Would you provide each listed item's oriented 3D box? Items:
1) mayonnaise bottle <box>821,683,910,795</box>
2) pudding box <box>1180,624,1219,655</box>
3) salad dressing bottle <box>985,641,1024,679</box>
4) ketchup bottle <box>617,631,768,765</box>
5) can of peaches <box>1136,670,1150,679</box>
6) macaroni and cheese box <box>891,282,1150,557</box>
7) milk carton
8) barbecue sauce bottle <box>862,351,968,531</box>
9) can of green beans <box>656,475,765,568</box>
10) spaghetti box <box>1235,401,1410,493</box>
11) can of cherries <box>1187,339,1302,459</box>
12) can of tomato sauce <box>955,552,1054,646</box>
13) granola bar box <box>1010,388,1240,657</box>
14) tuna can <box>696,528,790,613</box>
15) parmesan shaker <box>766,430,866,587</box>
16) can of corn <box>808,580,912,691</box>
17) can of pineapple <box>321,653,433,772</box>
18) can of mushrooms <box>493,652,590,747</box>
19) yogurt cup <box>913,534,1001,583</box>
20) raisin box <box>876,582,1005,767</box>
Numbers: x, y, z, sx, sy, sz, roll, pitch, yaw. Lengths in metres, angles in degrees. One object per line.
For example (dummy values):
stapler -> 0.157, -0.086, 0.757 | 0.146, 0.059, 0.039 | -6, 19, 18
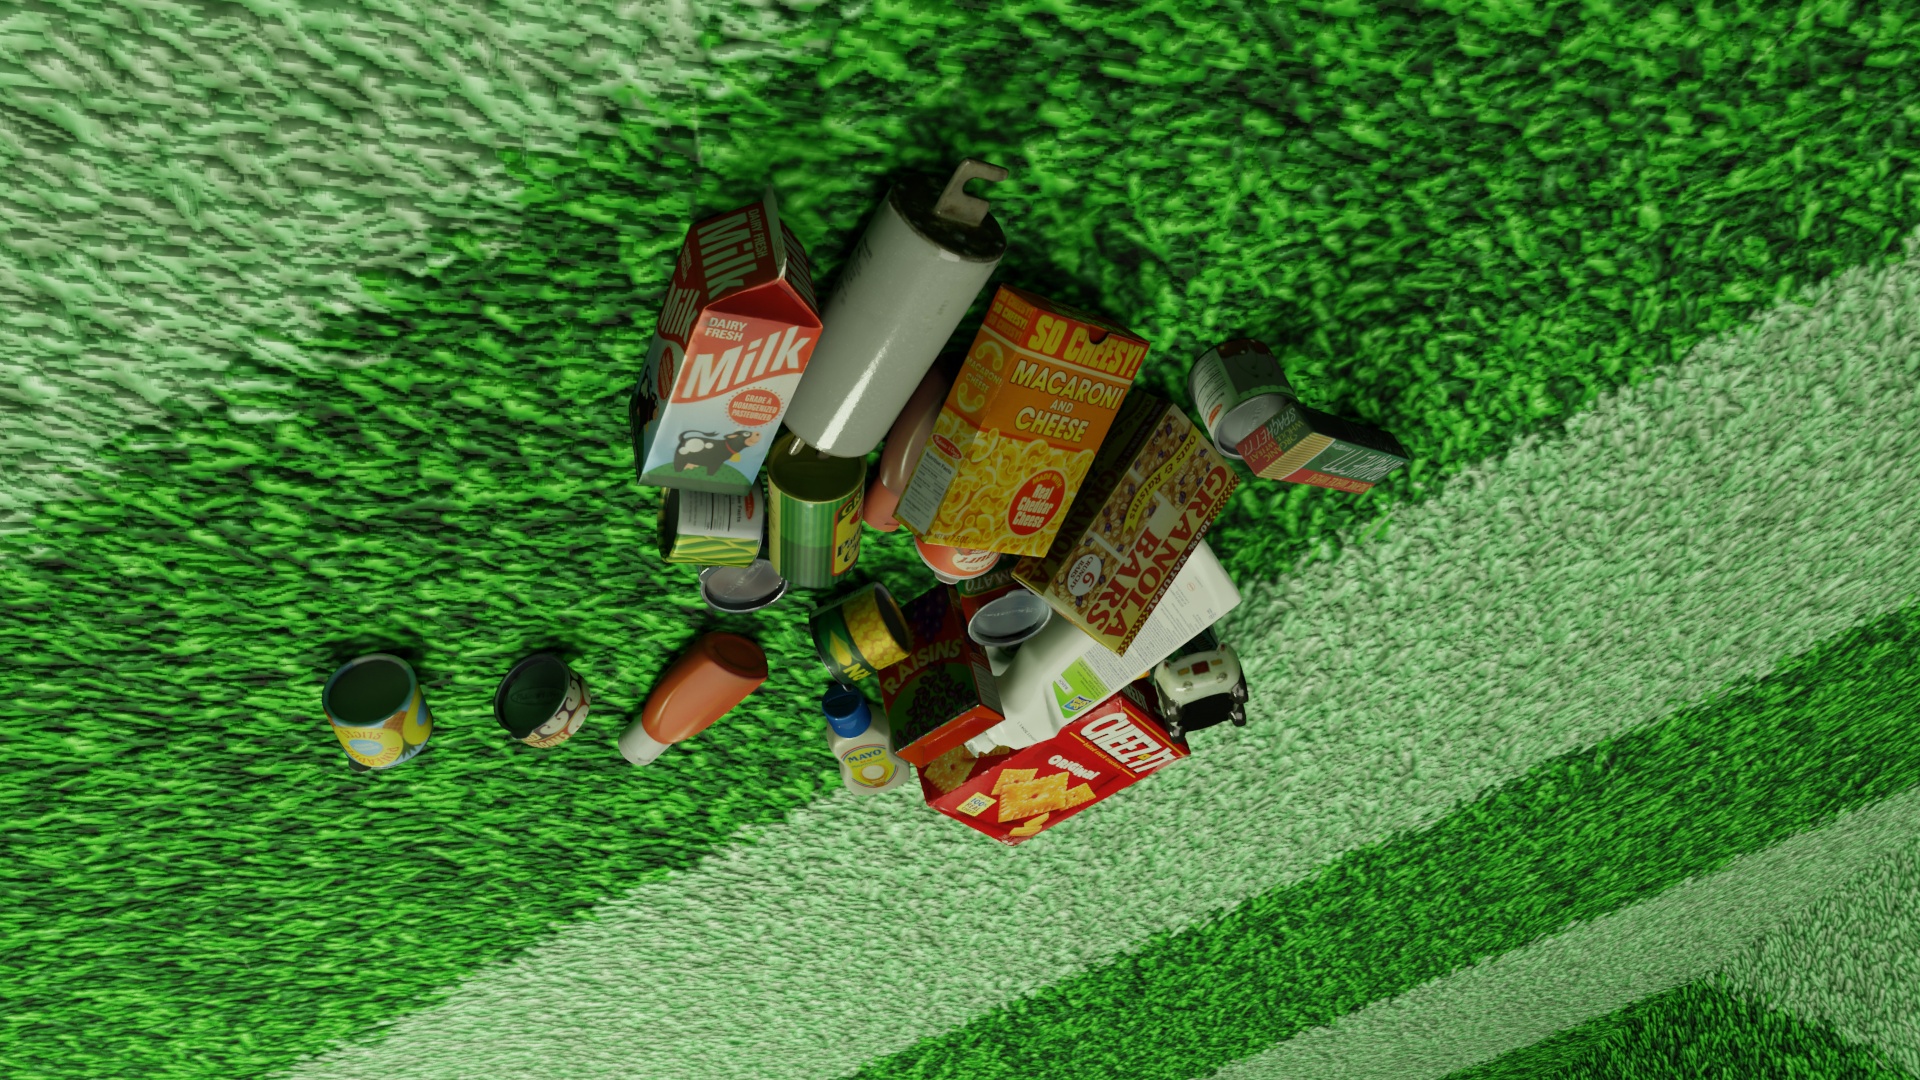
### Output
mayonnaise bottle -> -0.089, 0.178, 1.242 | 0.065, 0.041, 0.147 | -16, 144, 1
pudding box -> 0.198, 0.068, 1.208 | 0.030, 0.050, 0.083 | -21, 144, 14
salad dressing bottle -> 0.039, 0.079, 1.163 | 0.064, 0.044, 0.146 | -12, 145, -27
ketchup bottle -> -0.223, 0.132, 1.128 | 0.064, 0.044, 0.148 | 23, 128, -39
can of peaches -> 0.127, 0.095, 1.201 | 0.058, 0.071, 0.071 | -19, 143, 3
macaroni and cheese box -> 0.042, -0.073, 0.906 | 0.124, 0.040, 0.166 | 7, 115, -48
milk carton -> -0.137, -0.116, 0.824 | 0.073, 0.072, 0.189 | 6, 137, -27
barbecue sauce bottle -> -0.023, -0.065, 0.959 | 0.065, 0.044, 0.147 | 4, 139, -36
can of green beans -> -0.170, -0.016, 0.944 | 0.058, 0.071, 0.071 | 5, 138, -26
spaghetti box -> 0.271, -0.065, 1.016 | 0.050, 0.029, 0.250 | -39, 159, 25
can of cherries -> 0.204, -0.101, 0.991 | 0.071, 0.058, 0.071 | -11, 141, -9
can of tomato sauce -> 0.028, 0.028, 1.062 | 0.071, 0.083, 0.070 | -11, 142, -8
granola bar box -> 0.124, -0.011, 1.023 | 0.165, 0.039, 0.124 | -56, 137, -3
tuna can -> -0.162, 0.021, 1.021 | 0.071, 0.033, 0.070 | -11, 142, -8
parmesan shaker -> -0.100, -0.024, 0.963 | 0.071, 0.071, 0.102 | -8, 145, -12
can of corn -> -0.077, 0.075, 1.092 | 0.058, 0.071, 0.071 | -26, 142, 11
can of pineapple -> -0.428, 0.126, 1.019 | 0.071, 0.071, 0.057 | -8, 141, -12
can of mushrooms -> -0.319, 0.124, 1.059 | 0.071, 0.071, 0.033 | -22, 144, 7
yogurt cup -> 0.004, -0.013, 1.006 | 0.072, 0.072, 0.053 | -5, 156, -16
raisin box -> -0.020, 0.106, 1.109 | 0.086, 0.124, 0.040 | -33, 138, 20
